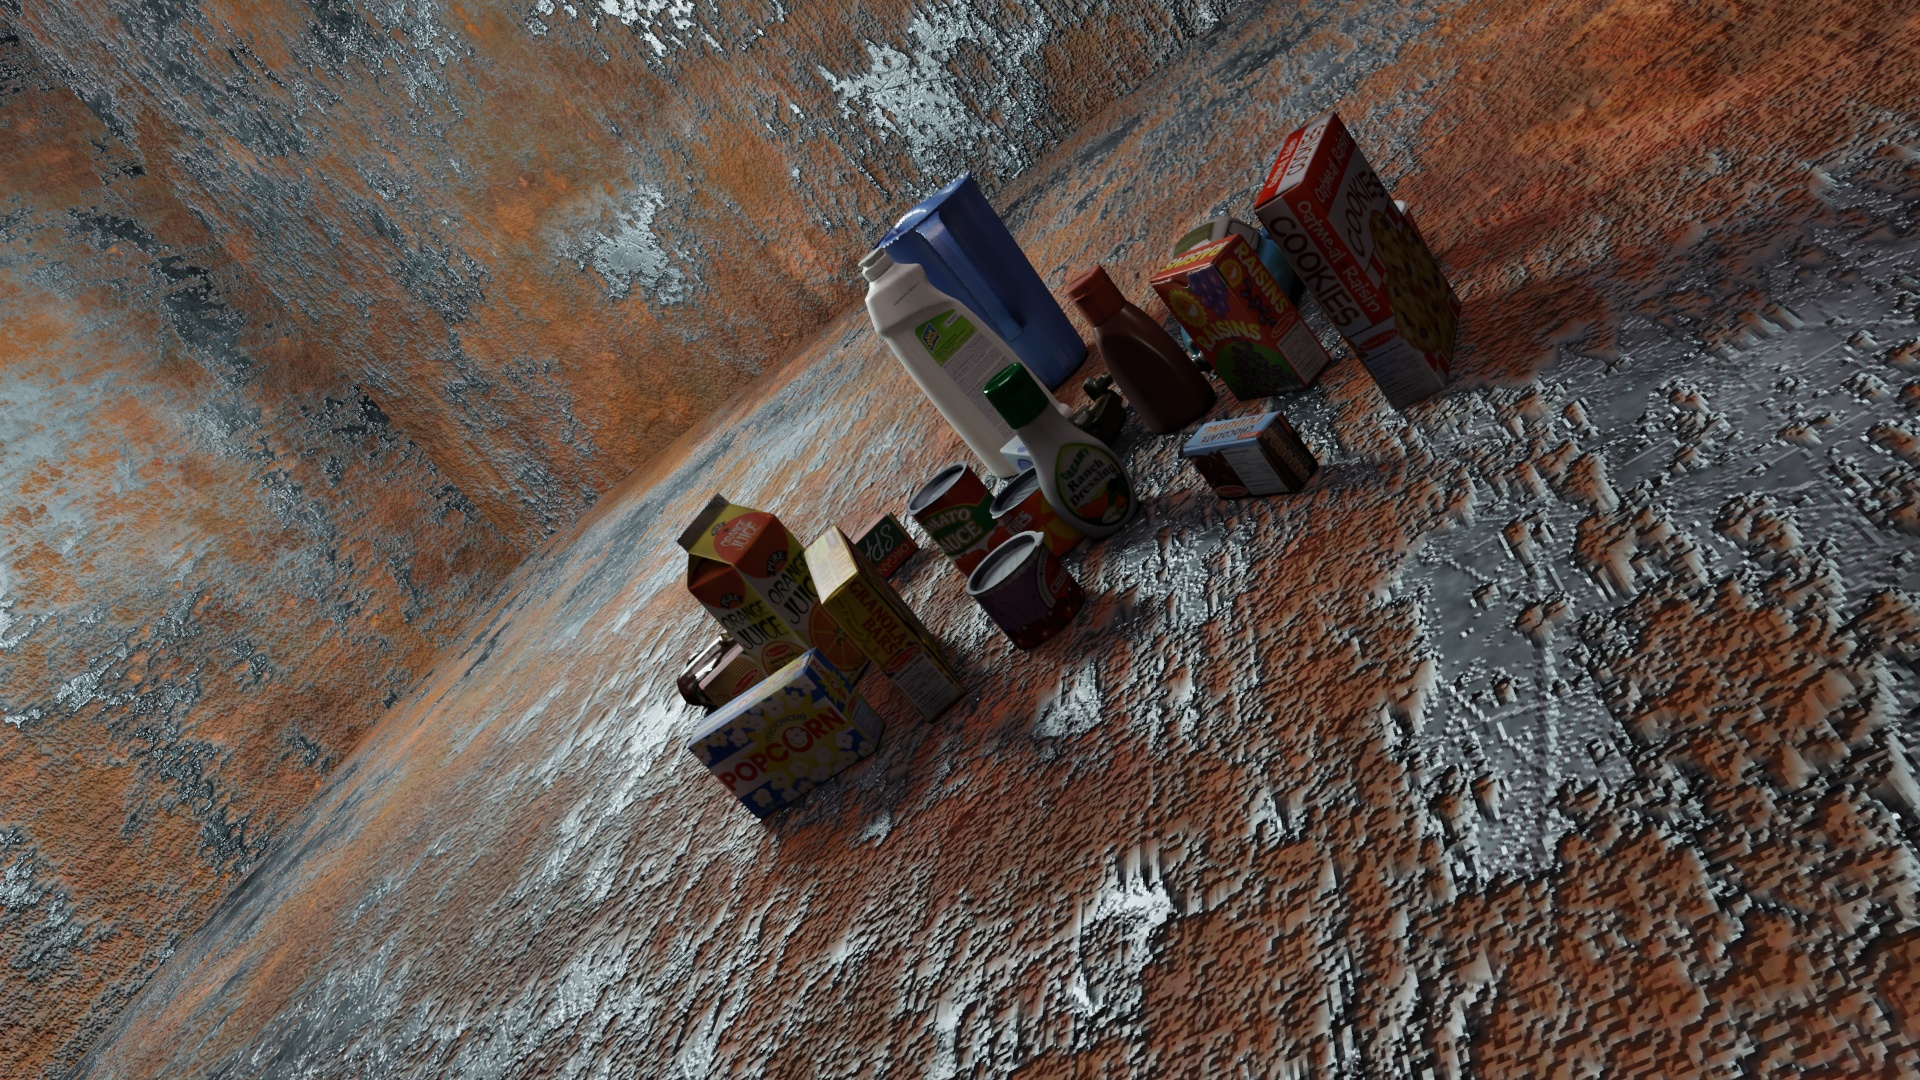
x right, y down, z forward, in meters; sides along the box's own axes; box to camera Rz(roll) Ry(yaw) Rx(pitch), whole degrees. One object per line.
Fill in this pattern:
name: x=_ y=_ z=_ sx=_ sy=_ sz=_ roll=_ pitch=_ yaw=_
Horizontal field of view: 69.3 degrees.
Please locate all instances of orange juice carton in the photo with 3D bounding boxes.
orange juice carton: x=-0.162 y=0.049 z=1.197 sx=0.073 sy=0.192 sz=0.072 roll=-25 pitch=22 yaw=42

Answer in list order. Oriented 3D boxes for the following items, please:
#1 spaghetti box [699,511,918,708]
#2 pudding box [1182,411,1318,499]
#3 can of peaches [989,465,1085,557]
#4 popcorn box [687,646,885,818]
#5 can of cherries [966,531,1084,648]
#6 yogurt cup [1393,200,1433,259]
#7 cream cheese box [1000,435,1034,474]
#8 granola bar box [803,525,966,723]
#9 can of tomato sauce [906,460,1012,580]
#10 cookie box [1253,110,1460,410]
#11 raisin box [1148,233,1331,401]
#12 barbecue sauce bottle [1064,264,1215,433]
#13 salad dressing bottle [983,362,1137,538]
spaghetti box: x=-0.145 y=0.072 z=1.351 sx=0.251 sy=0.050 sz=0.028 roll=-44 pitch=17 yaw=-14
pudding box: x=0.195 y=-0.057 z=0.942 sx=0.030 sy=0.049 sz=0.083 roll=-47 pitch=17 yaw=-21
can of peaches: x=0.065 y=-0.021 z=1.118 sx=0.071 sy=0.058 sz=0.071 roll=-36 pitch=17 yaw=13
popcorn box: x=-0.134 y=0.149 z=1.063 sx=0.126 sy=0.085 sz=0.038 roll=-33 pitch=18 yaw=22
can of cherries: x=0.049 y=0.035 z=1.007 sx=0.071 sy=0.058 sz=0.072 roll=-36 pitch=17 yaw=13
yogurt cup: x=0.327 y=-0.221 z=1.072 sx=0.072 sy=0.054 sz=0.072 roll=-36 pitch=17 yaw=13
cream cheese box: x=0.075 y=-0.065 z=1.220 sx=0.024 sy=0.053 sz=0.104 roll=-43 pitch=17 yaw=-10
granola bar box: x=-0.061 y=0.060 z=1.068 sx=0.039 sy=0.124 sz=0.166 roll=-41 pitch=16 yaw=-1
can of tomato sauce: x=0.004 y=-0.015 z=1.192 sx=0.071 sy=0.083 sz=0.071 roll=-36 pitch=17 yaw=13
cookie box: x=0.265 y=-0.186 z=0.918 sx=0.040 sy=0.167 sz=0.123 roll=-27 pitch=21 yaw=38
raisin box: x=0.213 y=-0.168 z=1.063 sx=0.040 sy=0.123 sz=0.086 roll=-46 pitch=17 yaw=-18
barbecue sauce bottle: x=0.144 y=-0.158 z=1.144 sx=0.064 sy=0.148 sz=0.044 roll=-24 pitch=23 yaw=45
salad dressing bottle: x=0.075 y=-0.069 z=1.062 sx=0.064 sy=0.147 sz=0.044 roll=-42 pitch=16 yaw=-6
